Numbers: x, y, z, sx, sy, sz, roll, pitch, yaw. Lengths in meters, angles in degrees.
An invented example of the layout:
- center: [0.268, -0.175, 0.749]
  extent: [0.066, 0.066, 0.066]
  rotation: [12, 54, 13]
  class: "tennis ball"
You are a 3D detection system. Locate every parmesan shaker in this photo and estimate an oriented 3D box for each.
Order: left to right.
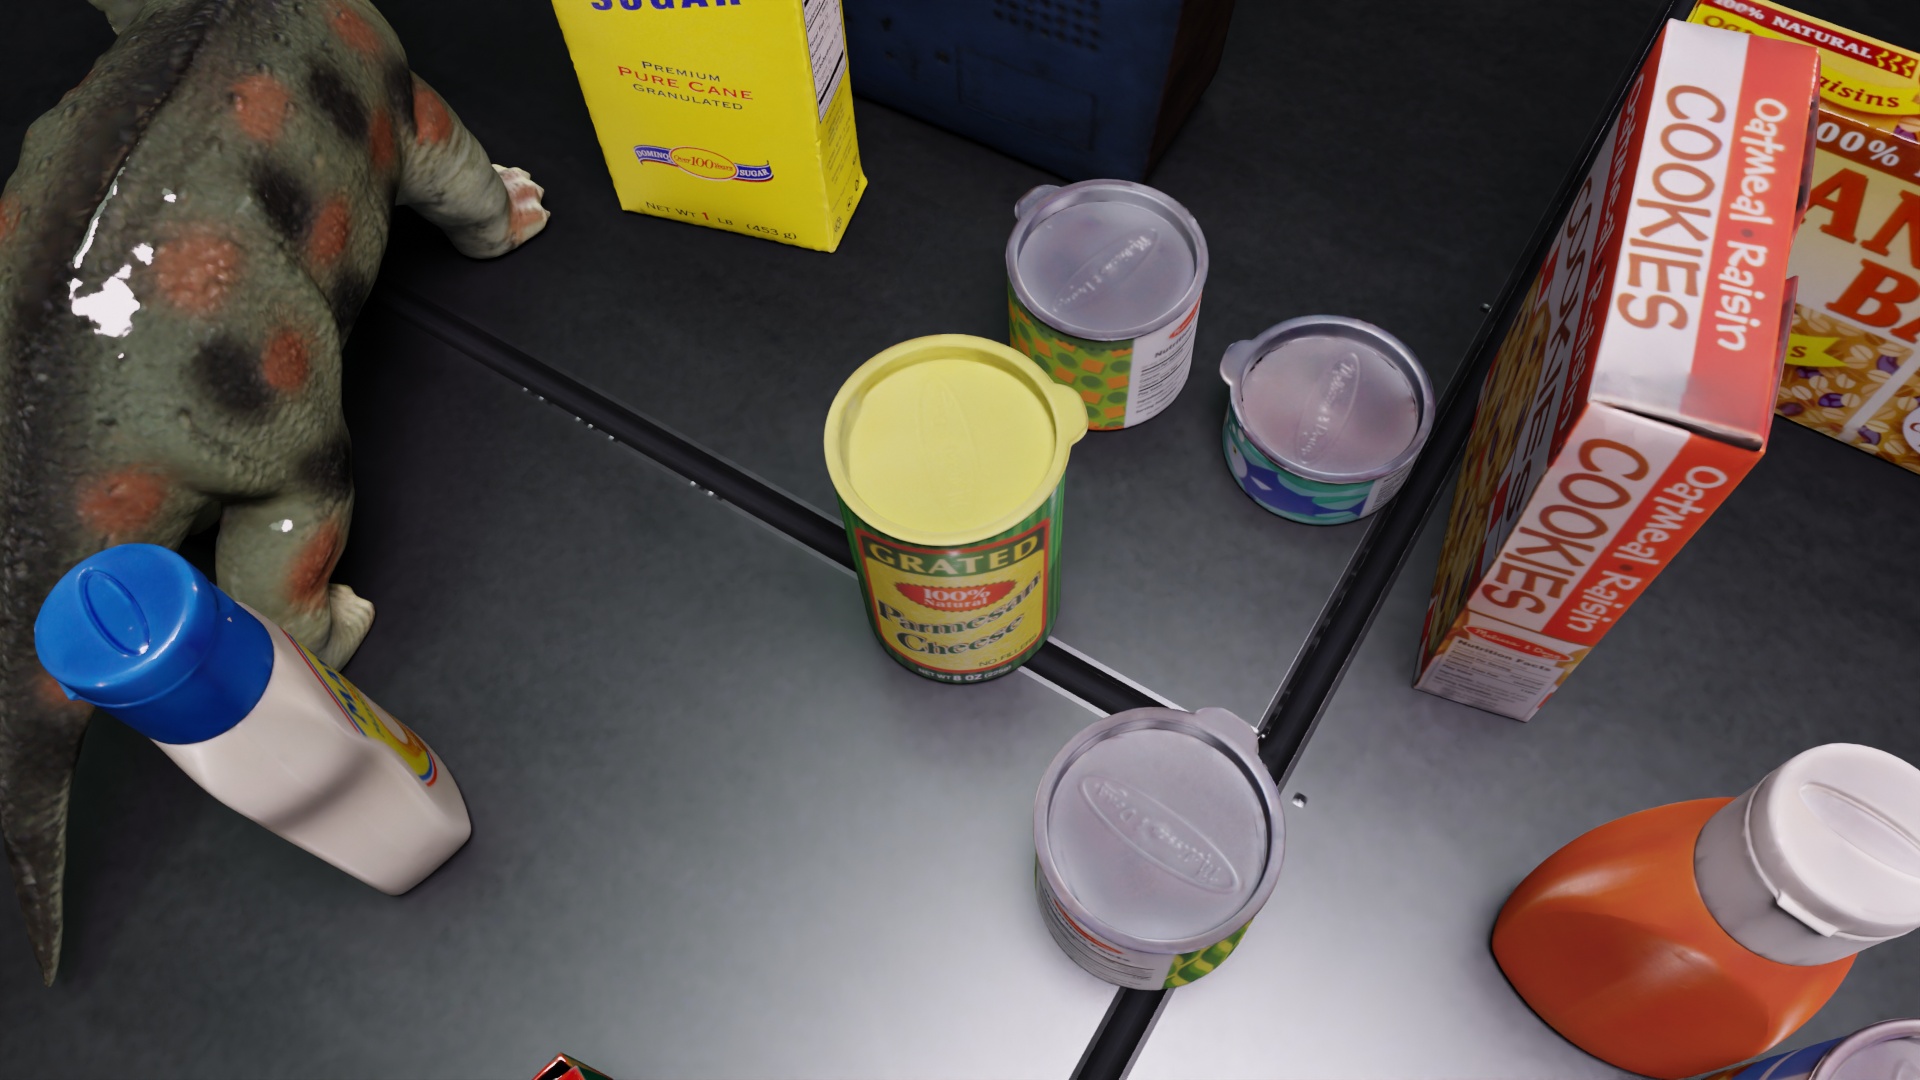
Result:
- center: [0.001, -0.005, 0.416]
  extent: [0.071, 0.102, 0.071]
  rotation: [-1, 62, 3]
  class: "parmesan shaker"

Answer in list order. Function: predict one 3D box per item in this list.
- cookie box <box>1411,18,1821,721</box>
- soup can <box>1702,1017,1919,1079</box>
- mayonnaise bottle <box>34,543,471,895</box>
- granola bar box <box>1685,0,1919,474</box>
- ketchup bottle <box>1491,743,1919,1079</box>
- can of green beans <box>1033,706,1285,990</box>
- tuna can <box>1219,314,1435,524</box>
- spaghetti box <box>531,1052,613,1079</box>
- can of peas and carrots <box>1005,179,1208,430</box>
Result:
- center: [0.177, -0.037, 0.388]
  extent: [0.040, 0.166, 0.123]
  rotation: [17, 65, 12]
  class: "cookie box"
- center: [0.218, 0.155, 0.331]
  extent: [0.071, 0.083, 0.071]
  rotation: [-1, 62, 3]
  class: "soup can"
- center: [-0.183, 0.050, 0.372]
  extent: [0.041, 0.147, 0.065]
  rotation: [-40, 67, -16]
  class: "mayonnaise bottle"
- center: [0.284, -0.088, 0.433]
  extent: [0.166, 0.123, 0.039]
  rotation: [29, 68, 17]
  class: "granola bar box"
- center: [0.178, 0.090, 0.330]
  extent: [0.065, 0.148, 0.044]
  rotation: [36, 70, 19]
  class: "ketchup bottle"
- center: [0.054, 0.088, 0.390]
  extent: [0.071, 0.057, 0.071]
  rotation: [-1, 62, 2]
  class: "can of green beans"
- center: [0.120, -0.041, 0.469]
  extent: [0.071, 0.032, 0.071]
  rotation: [-1, 62, 2]
  class: "tuna can"
- center: [-0.034, 0.233, 0.321]
  extent: [0.029, 0.050, 0.250]
  rotation: [-35, 66, -14]
  class: "spaghetti box"
- center: [0.047, -0.081, 0.479]
  extent: [0.071, 0.058, 0.071]
  rotation: [-1, 62, 2]
  class: "can of peas and carrots"
